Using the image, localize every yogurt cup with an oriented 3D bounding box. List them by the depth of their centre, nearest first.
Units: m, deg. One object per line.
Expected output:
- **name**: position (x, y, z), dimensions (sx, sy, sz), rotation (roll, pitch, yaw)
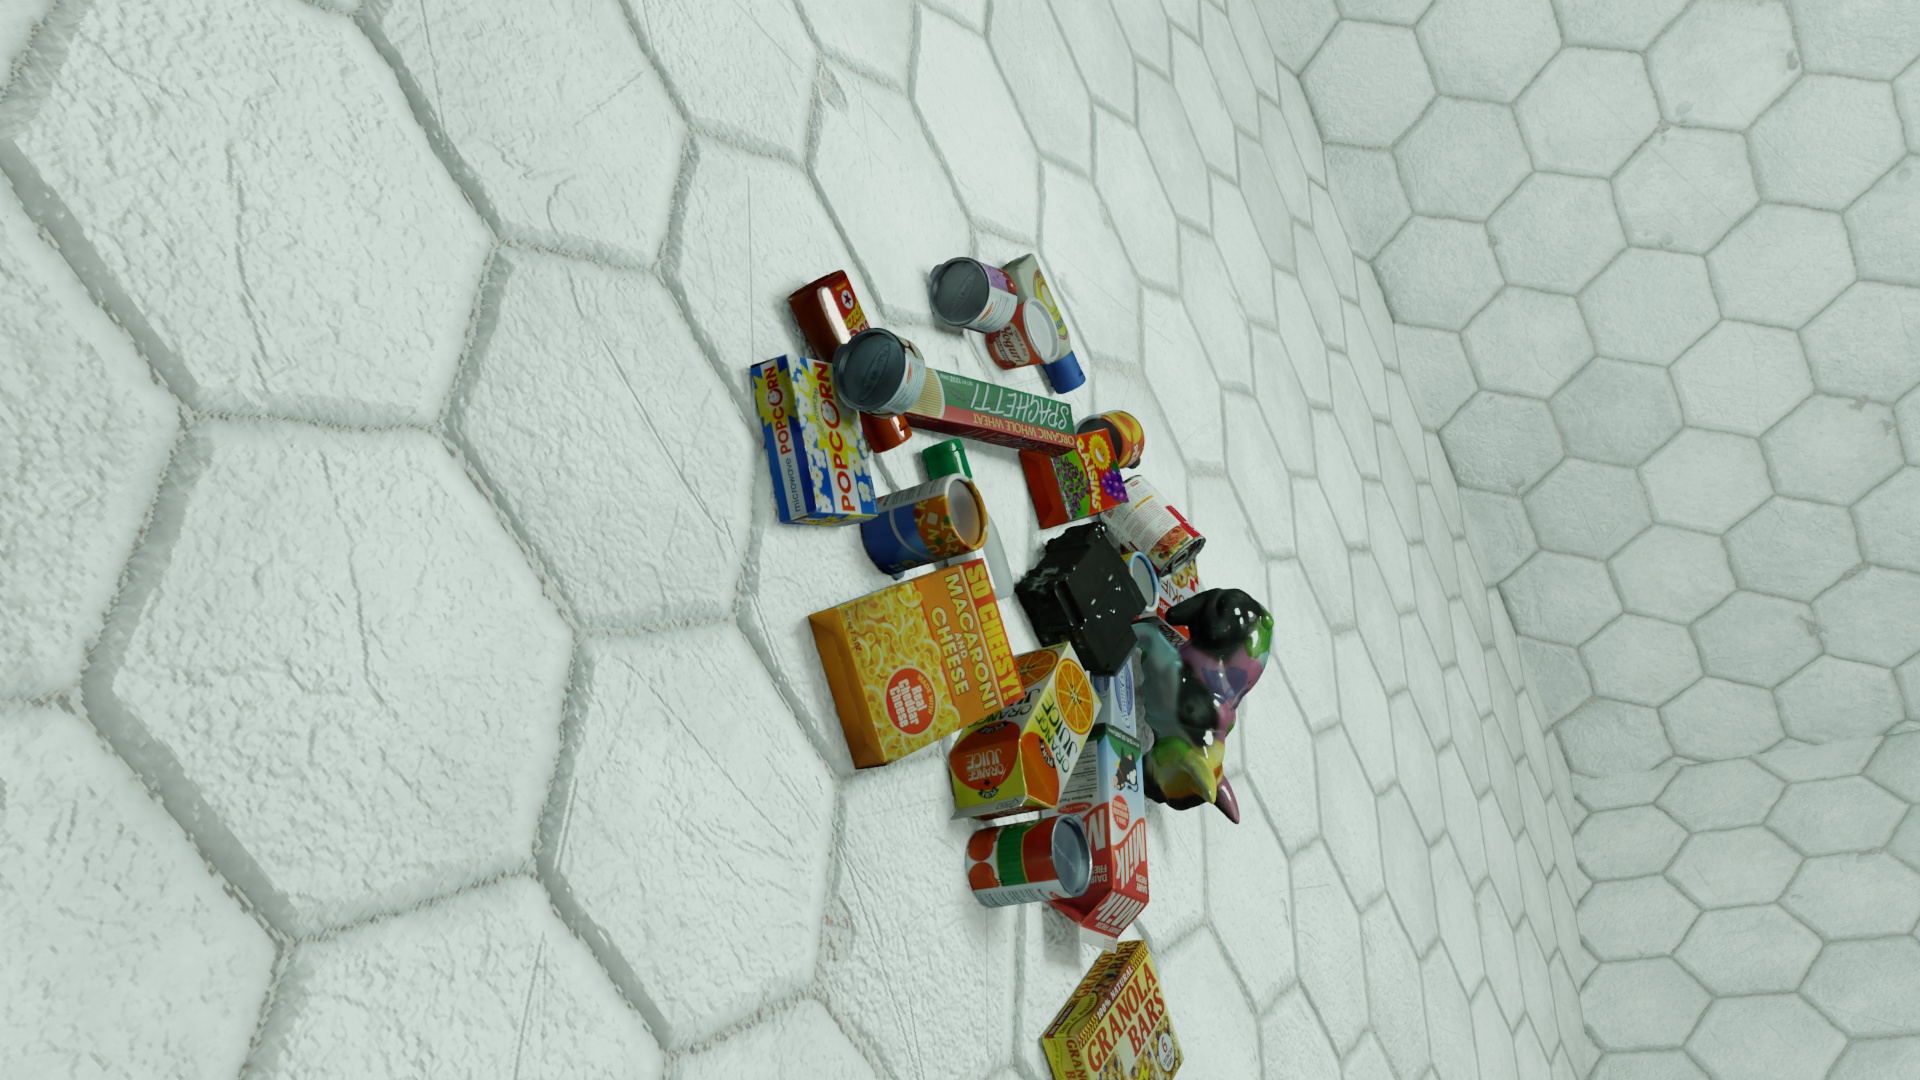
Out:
- **yogurt cup**: position (0.062, -0.207, 1.412), dimensions (0.072, 0.054, 0.072), rotation (34, 48, -48)

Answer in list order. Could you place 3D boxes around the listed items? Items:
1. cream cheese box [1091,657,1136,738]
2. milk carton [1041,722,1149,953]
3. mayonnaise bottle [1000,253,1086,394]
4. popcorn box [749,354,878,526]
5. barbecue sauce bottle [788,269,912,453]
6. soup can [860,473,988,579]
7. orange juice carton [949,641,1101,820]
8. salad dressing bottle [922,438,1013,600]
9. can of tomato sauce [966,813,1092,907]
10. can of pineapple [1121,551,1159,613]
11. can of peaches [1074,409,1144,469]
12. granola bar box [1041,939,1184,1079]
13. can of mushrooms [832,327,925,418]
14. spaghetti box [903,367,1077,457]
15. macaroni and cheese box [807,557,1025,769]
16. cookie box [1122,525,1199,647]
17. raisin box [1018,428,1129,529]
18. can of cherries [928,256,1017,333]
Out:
- **cream cheese box**: position (0.156, 0.151, 1.420), dimensions (0.053, 0.024, 0.104), rotation (34, 47, -47)
- **milk carton**: position (0.121, 0.269, 1.252), dimensions (0.072, 0.073, 0.191), rotation (35, 48, -48)
- **mayonnaise bottle**: position (0.088, -0.228, 1.479), dimensions (0.147, 0.041, 0.065), rotation (62, 30, -18)
- **popcorn box**: position (-0.112, -0.075, 1.071), dimensions (0.085, 0.038, 0.127), rotation (2, 74, -59)
- **barbecue sauce bottle**: position (-0.087, -0.145, 1.142), dimensions (0.148, 0.043, 0.065), rotation (65, 30, -16)
- **soup can**: position (-0.028, -0.011, 1.134), dimensions (0.071, 0.083, 0.071), rotation (34, 48, -49)
- **orange juice carton**: position (0.052, 0.173, 1.187), dimensions (0.073, 0.071, 0.194), rotation (62, 31, -18)
- **salad dressing bottle**: position (0.004, -0.015, 1.232), dimensions (0.064, 0.044, 0.147), rotation (-14, 87, -58)
- **can of tomato sauce**: position (0.056, 0.261, 1.139), dimensions (0.071, 0.083, 0.071), rotation (34, 48, -48)
- **can of pineapple**: position (0.168, 0.048, 1.458), dimensions (0.071, 0.057, 0.071), rotation (34, 48, -48)
- **can of peaches**: position (0.161, -0.105, 1.513), dimensions (0.058, 0.071, 0.071), rotation (-17, 90, -60)
- **granola bar box**: position (0.137, 0.448, 1.224), dimensions (0.166, 0.039, 0.124), rotation (-27, 100, -60)
- **can of mushrooms**: position (-0.063, -0.130, 1.077), dimensions (0.033, 0.071, 0.071), rotation (15, 63, -58)
- **spaghetti box**: position (0.022, -0.119, 1.288), dimensions (0.250, 0.028, 0.050), rotation (7, 70, -48)
- **macaroni and cheese box**: position (-0.031, 0.092, 1.087), dimensions (0.167, 0.040, 0.123), rotation (-18, 92, -47)
- **cookie box**: position (0.229, 0.038, 1.584), dimensions (0.122, 0.040, 0.168), rotation (35, 46, -47)
- **raisin box**: position (0.118, -0.065, 1.436), dimensions (0.124, 0.040, 0.086), rotation (-17, 89, -52)
- **can of cherries**: position (0.011, -0.237, 1.333), dimensions (0.058, 0.071, 0.071), rotation (0, 75, -59)
